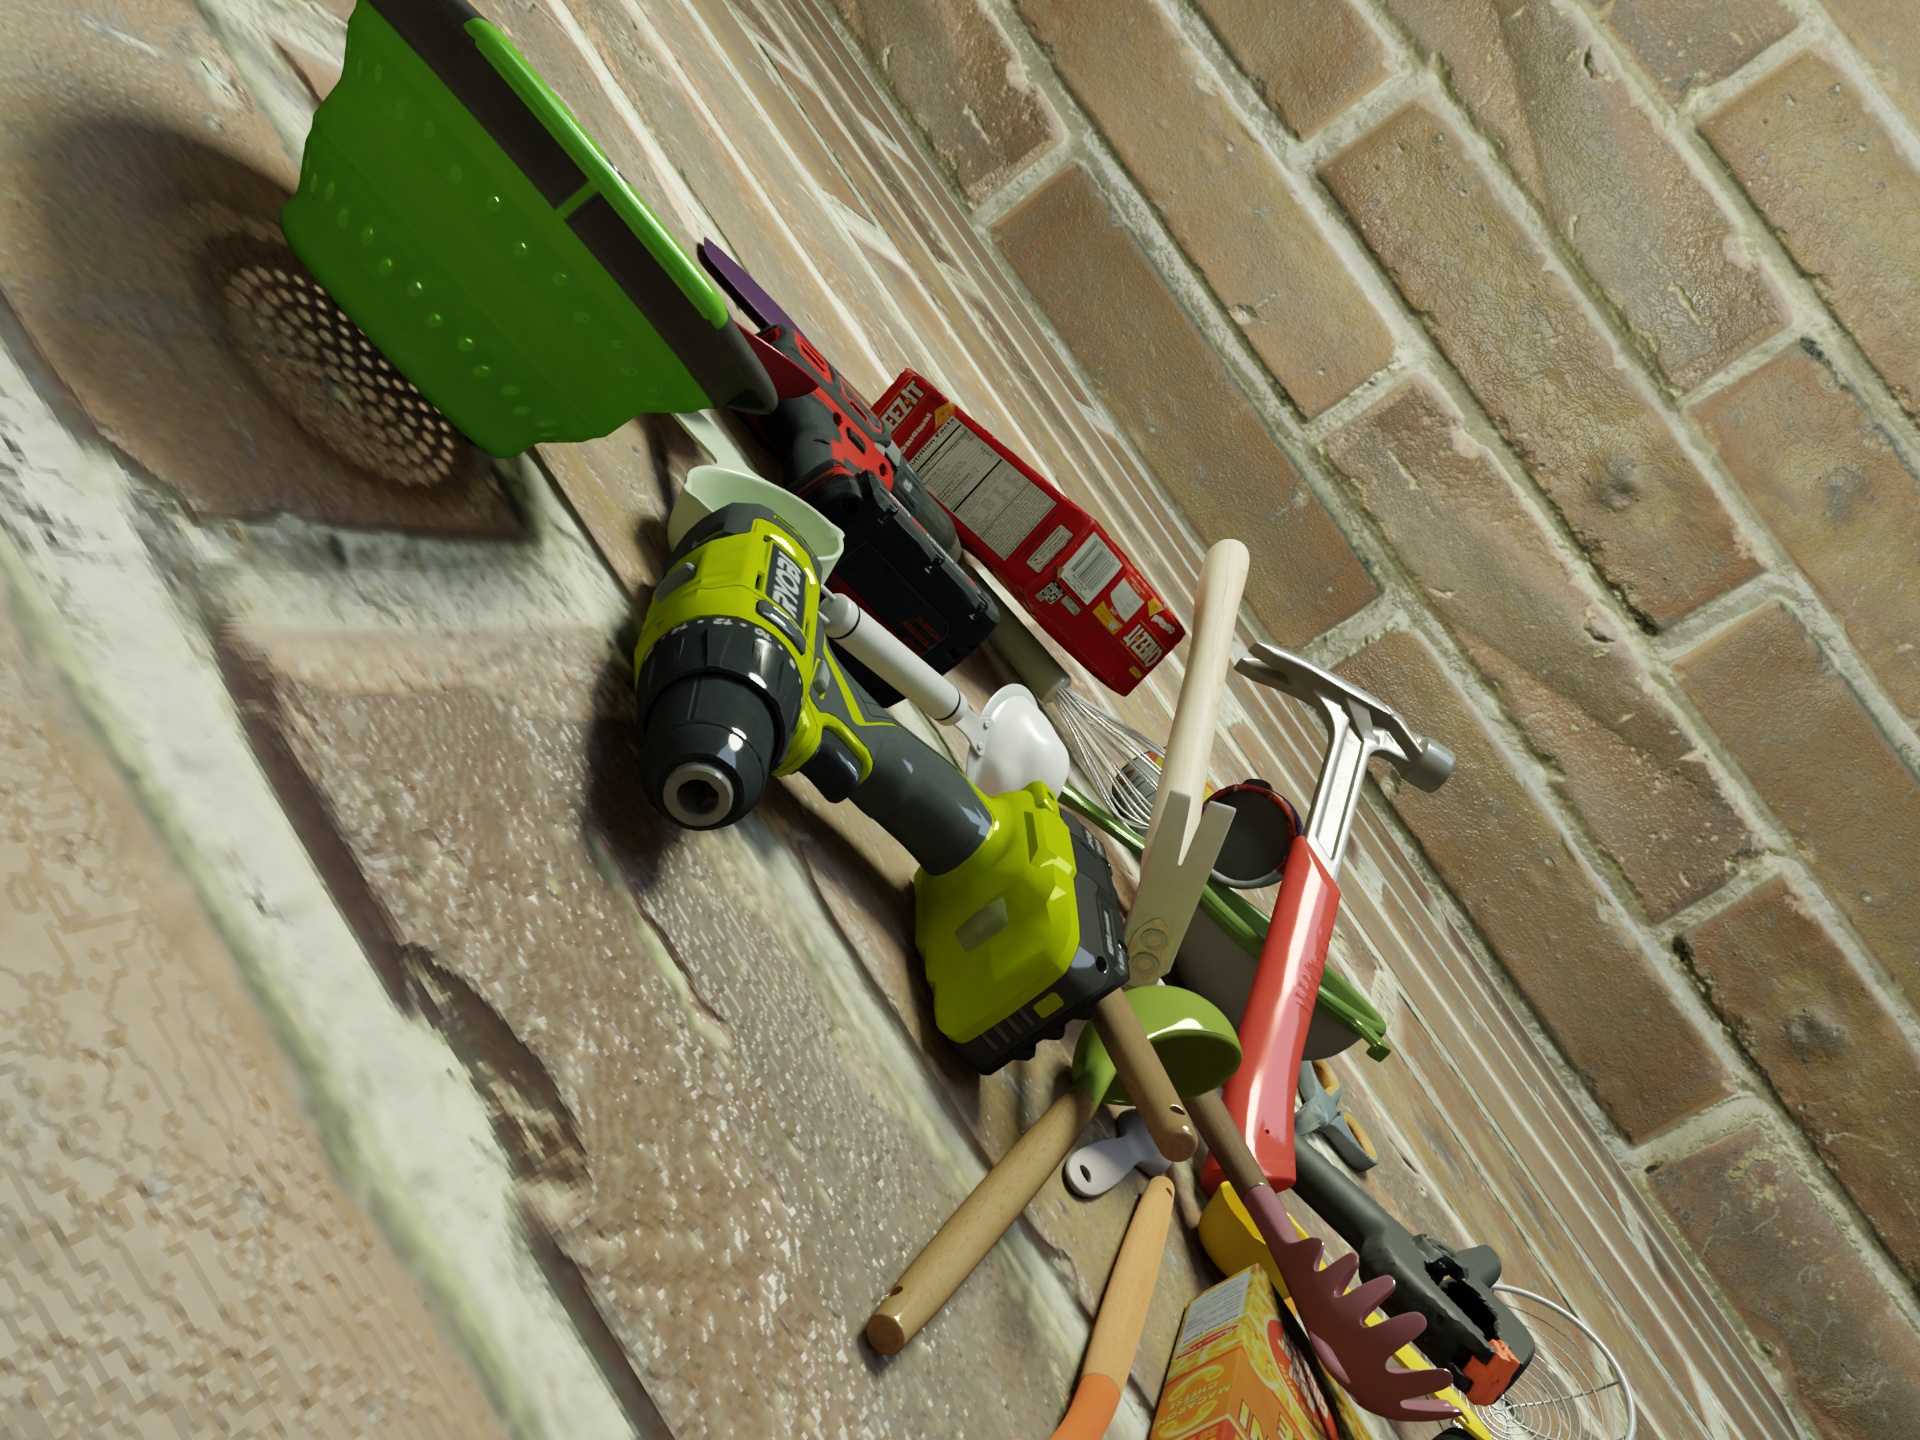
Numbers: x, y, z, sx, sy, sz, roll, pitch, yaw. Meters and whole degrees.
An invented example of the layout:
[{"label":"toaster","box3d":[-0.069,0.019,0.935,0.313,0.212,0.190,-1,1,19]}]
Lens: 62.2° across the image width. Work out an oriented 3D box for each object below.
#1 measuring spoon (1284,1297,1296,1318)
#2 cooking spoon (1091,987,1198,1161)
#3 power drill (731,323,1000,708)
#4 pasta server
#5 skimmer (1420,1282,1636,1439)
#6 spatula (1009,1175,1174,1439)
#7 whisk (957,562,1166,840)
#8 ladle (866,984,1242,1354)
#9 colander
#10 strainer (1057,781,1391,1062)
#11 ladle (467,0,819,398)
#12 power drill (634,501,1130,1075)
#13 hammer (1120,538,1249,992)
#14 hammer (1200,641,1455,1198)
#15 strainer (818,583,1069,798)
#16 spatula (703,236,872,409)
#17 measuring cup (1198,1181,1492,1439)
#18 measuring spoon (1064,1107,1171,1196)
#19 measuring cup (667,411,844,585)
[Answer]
[{"label":"measuring spoon","box3d":[0.153,0.289,0.768,0.021,0.011,0.117,52,12,-3]},{"label":"cooking spoon","box3d":[0.056,0.111,0.699,0.068,0.017,0.319,22,9,-11]},{"label":"power drill","box3d":[-0.048,-0.106,0.877,0.187,0.080,0.227,44,15,-35]},{"label":"pasta server","box3d":[0.136,0.202,0.744,0.316,0.040,0.060,-120,-173,-63]},{"label":"skimmer","box3d":[0.281,0.346,0.820,0.127,0.090,0.363,34,-3,29]},{"label":"spatula","box3d":[0.061,0.224,0.566,0.081,0.041,0.322,55,14,3]},{"label":"whisk","box3d":[0.070,-0.015,1.054,0.246,0.057,0.059,50,32,18]},{"label":"ladle","box3d":[0.042,0.168,0.609,0.062,0.078,0.320,66,23,2]},{"label":"colander","box3d":[-0.188,-0.184,0.631,0.204,0.094,0.397,49,-2,-24]},{"label":"strainer","box3d":[0.140,0.133,0.981,0.256,0.069,0.151,37,6,1]},{"label":"ladle","box3d":[-0.169,-0.251,0.720,0.069,0.031,0.315,29,-14,48]},{"label":"power drill","box3d":[-0.035,0.033,0.620,0.228,0.080,0.191,45,18,-23]},{"label":"hammer","box3d":[0.142,-0.009,0.937,0.038,0.146,0.411,17,36,4]},{"label":"hammer","box3d":[0.187,0.106,0.903,0.149,0.036,0.359,29,49,-2]},{"label":"strainer","box3d":[-0.001,-0.003,0.785,0.258,0.050,0.087,39,63,-50]},{"label":"spatula","box3d":[-0.076,-0.230,1.155,0.315,0.018,0.060,44,17,-31]},{"label":"measuring cup","box3d":[0.171,0.276,0.727,0.157,0.029,0.062,42,12,26]},{"label":"measuring spoon","box3d":[0.074,0.193,0.710,0.034,0.018,0.124,60,17,16]},{"label":"measuring cup","box3d":[-0.114,-0.104,0.742,0.083,0.038,0.168,11,27,-38]}]
